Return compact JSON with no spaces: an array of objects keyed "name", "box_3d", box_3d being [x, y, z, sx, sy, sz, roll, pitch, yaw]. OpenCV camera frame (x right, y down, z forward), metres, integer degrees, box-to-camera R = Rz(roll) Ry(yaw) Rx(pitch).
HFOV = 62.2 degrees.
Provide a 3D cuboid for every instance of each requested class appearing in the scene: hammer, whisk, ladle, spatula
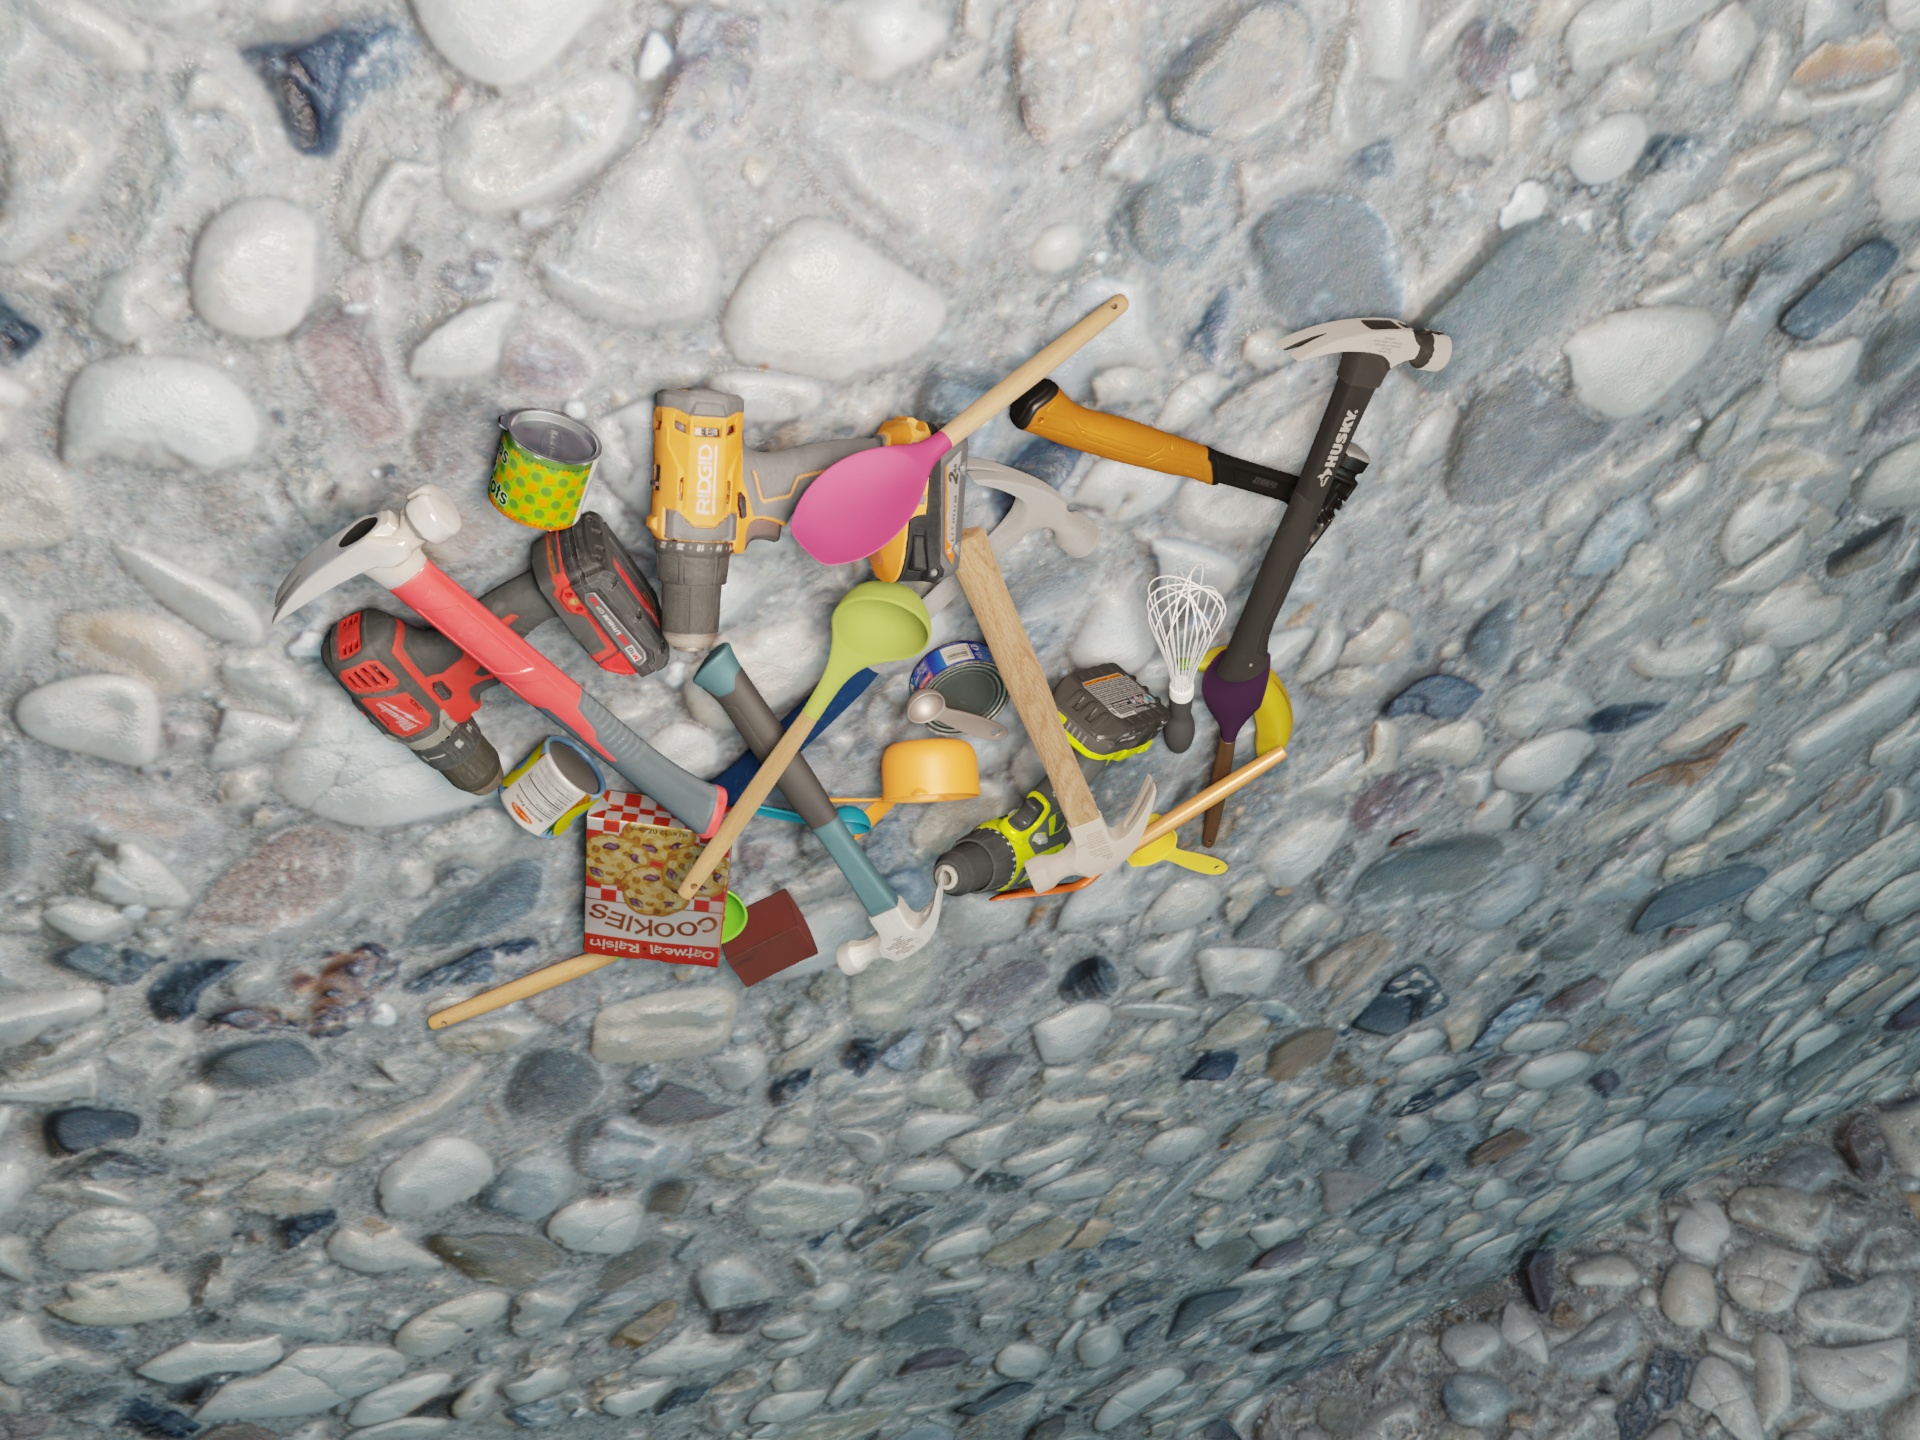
[{"name":"hammer","box_3d":[-0.124,0.075,1.347,0.128,0.033,0.330,-24,115,19]},{"name":"whisk","box_3d":[0.200,-0.046,1.430,0.070,0.070,0.284,-20,150,-6]},{"name":"hammer","box_3d":[-0.073,-0.058,1.329,0.405,0.035,0.144,-42,134,17]},{"name":"hammer","box_3d":[0.281,-0.175,1.326,0.146,0.035,0.334,0,126,-26]},{"name":"ladle","box_3d":[-0.133,0.022,1.270,0.078,0.062,0.320,31,102,-25]},{"name":"hammer","box_3d":[-0.308,-0.012,1.159,0.143,0.038,0.385,-29,136,13]},{"name":"spatula","box_3d":[0.256,0.032,1.550,0.060,0.018,0.315,4,142,5]},{"name":"hammer","box_3d":[0.065,-0.010,1.307,0.130,0.031,0.331,-22,116,4]},{"name":"spatula","box_3d":[0.175,0.108,1.565,0.322,0.041,0.081,-33,173,9]},{"name":"hammer","box_3d":[0.181,-0.208,1.303,0.336,0.034,0.127,11,125,-32]}]

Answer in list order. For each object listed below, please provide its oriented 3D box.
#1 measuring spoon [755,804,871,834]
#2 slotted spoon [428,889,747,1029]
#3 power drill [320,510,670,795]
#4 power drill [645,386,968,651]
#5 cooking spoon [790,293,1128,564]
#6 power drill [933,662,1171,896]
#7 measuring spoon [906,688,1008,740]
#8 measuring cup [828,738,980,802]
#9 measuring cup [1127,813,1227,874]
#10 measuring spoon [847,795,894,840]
[{"name":"measuring spoon","box_3d":[-0.141,0.081,1.446,0.128,0.021,0.042,13,156,-23]},{"name":"slotted spoon","box_3d":[-0.347,0.223,1.479,0.314,0.031,0.070,-22,119,-1]},{"name":"power drill","box_3d":[-0.336,-0.040,1.201,0.226,0.080,0.187,-25,136,3]},{"name":"power drill","box_3d":[-0.115,-0.141,1.158,0.226,0.084,0.185,0,101,-24]},{"name":"cooking spoon","box_3d":[0.008,-0.216,1.141,0.319,0.069,0.017,-41,171,-18]},{"name":"power drill","box_3d":[0.076,0.064,1.439,0.190,0.080,0.228,-15,144,-57]},{"name":"measuring spoon","box_3d":[-0.002,-0.004,1.380,0.124,0.018,0.034,20,119,-45]},{"name":"measuring cup","box_3d":[-0.068,0.047,1.422,0.173,0.052,0.095,-3,173,13]},{"name":"measuring cup","box_3d":[0.224,0.133,1.653,0.156,0.029,0.062,20,120,-42]},{"name":"measuring spoon","box_3d":[-0.072,0.083,1.480,0.117,0.011,0.021,-42,134,17]}]
